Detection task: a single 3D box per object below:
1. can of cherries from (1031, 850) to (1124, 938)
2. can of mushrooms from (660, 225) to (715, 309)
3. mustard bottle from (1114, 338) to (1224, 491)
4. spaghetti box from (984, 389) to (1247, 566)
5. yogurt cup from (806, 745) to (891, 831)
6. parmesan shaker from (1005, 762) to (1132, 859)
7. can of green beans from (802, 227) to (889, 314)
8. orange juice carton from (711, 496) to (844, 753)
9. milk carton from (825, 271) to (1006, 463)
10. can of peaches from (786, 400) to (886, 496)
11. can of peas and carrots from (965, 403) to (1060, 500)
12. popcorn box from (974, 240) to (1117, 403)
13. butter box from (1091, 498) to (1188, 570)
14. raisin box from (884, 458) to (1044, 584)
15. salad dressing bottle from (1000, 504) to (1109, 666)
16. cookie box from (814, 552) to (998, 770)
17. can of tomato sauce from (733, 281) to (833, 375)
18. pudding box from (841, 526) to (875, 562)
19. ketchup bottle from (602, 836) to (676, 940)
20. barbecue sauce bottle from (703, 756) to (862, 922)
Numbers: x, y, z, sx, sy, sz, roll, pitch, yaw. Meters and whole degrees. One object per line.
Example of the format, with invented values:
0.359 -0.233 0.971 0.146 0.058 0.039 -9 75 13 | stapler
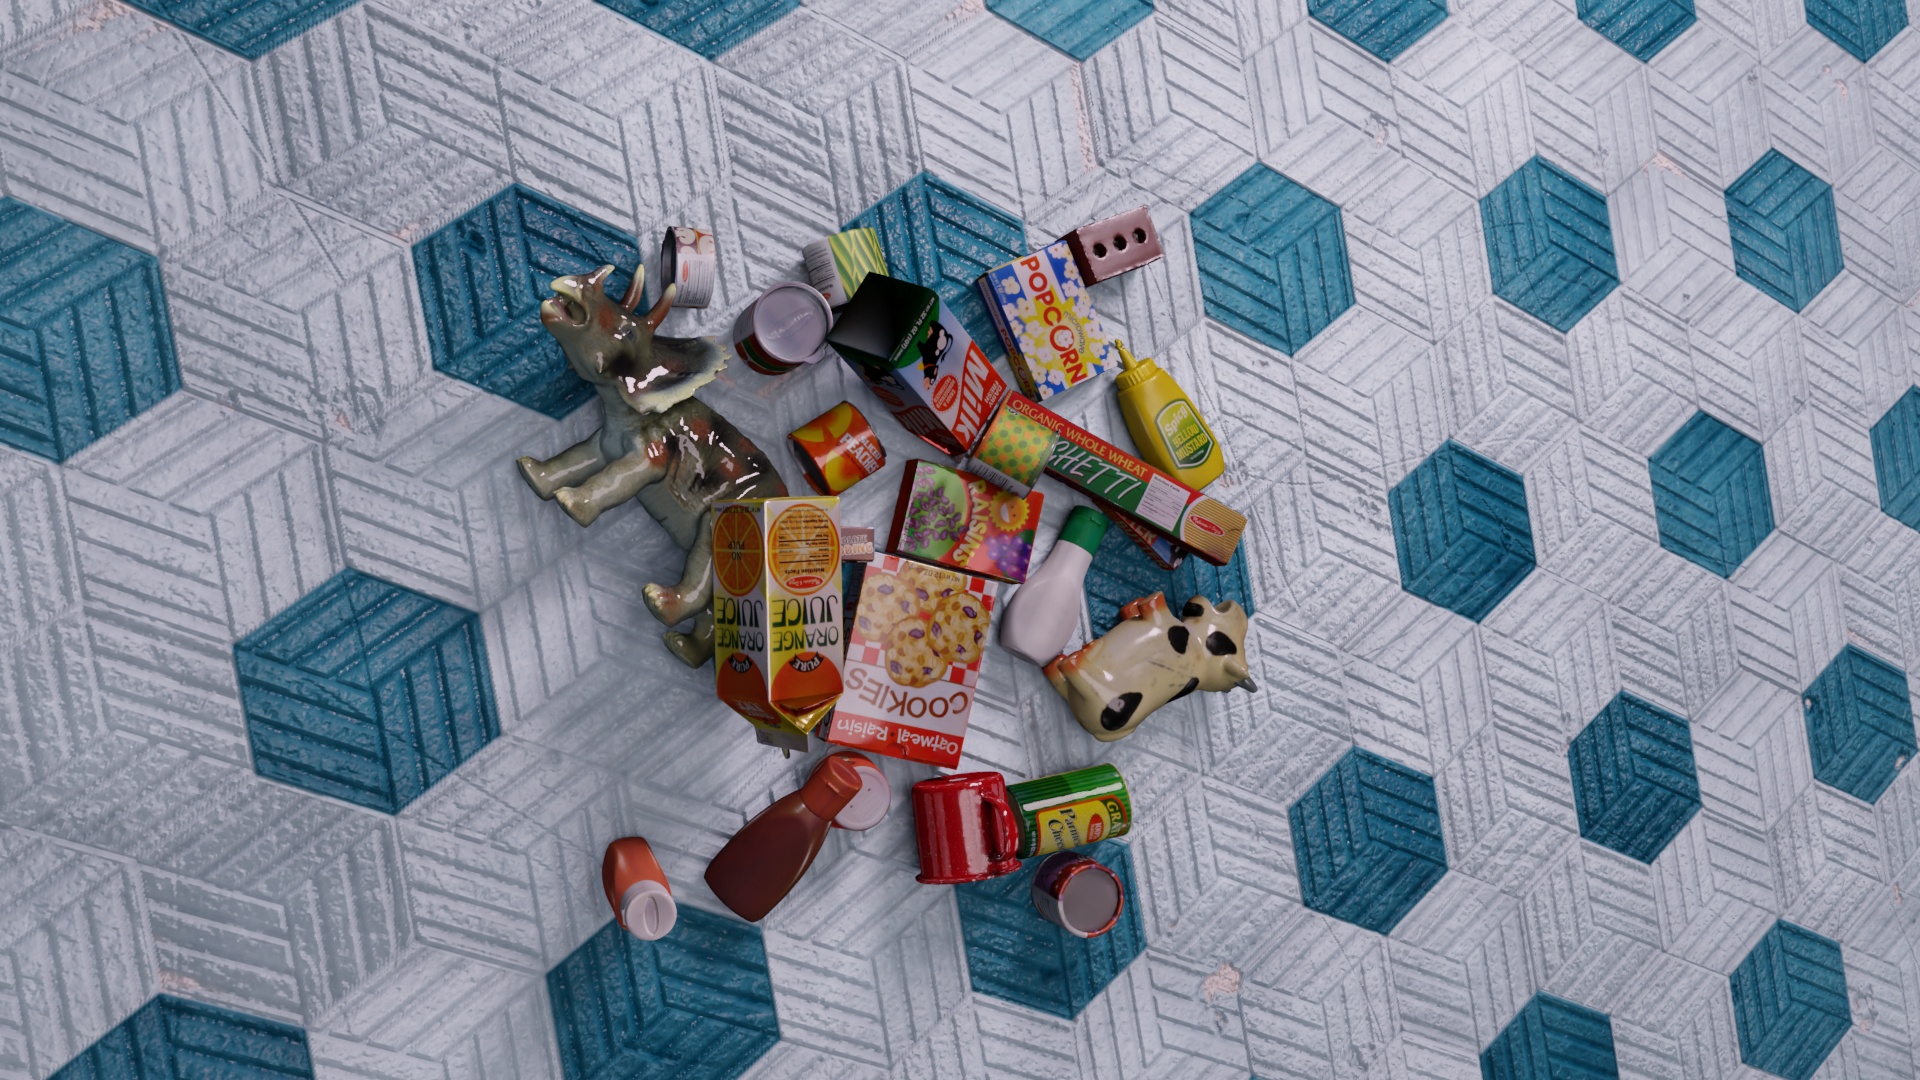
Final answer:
0.107 0.314 1.242 0.071 0.058 0.071 0 89 -20 | can of cherries
-0.223 -0.223 1.134 0.033 0.071 0.071 0 89 -22 | can of mushrooms
0.184 -0.118 1.291 0.065 0.048 0.160 -36 101 -19 | mustard bottle
0.140 -0.056 1.256 0.250 0.028 0.050 28 79 -5 | spaghetti box
-0.092 0.214 1.173 0.072 0.054 0.072 0 89 -21 | yogurt cup
0.092 0.243 1.237 0.103 0.071 0.071 -9 92 -20 | parmesan shaker
-0.096 -0.229 1.180 0.071 0.071 0.057 -18 94 -20 | can of green beans
-0.138 0.063 1.056 0.073 0.072 0.192 -3 92 -43 | orange juice carton
-0.025 -0.138 1.175 0.072 0.073 0.190 -60 145 -11 | milk carton
-0.104 -0.075 1.170 0.058 0.071 0.071 -33 100 -17 | can of peaches
0.046 -0.079 1.196 0.059 0.071 0.071 28 79 -5 | can of peas and carrots
0.078 -0.197 1.259 0.085 0.038 0.126 -26 97 -20 | popcorn box
0.176 -0.024 1.298 0.103 0.024 0.053 42 75 -14 | butter box
0.004 -0.015 1.226 0.123 0.040 0.086 15 82 -18 | raisin box
0.088 0.040 1.253 0.064 0.044 0.148 31 77 -14 | salad dressing bottle
-0.046 0.103 1.202 0.123 0.040 0.167 15 83 -20 | cookie box
-0.147 -0.173 1.150 0.071 0.083 0.071 1 89 -21 | can of tomato sauce
-0.106 0.004 1.159 0.050 0.083 0.030 1 88 -20 | pudding box
-0.246 0.270 1.063 0.043 0.148 0.064 -6 91 -19 | ketchup bottle
-0.140 0.239 1.127 0.065 0.044 0.148 42 103 2 | barbecue sauce bottle
